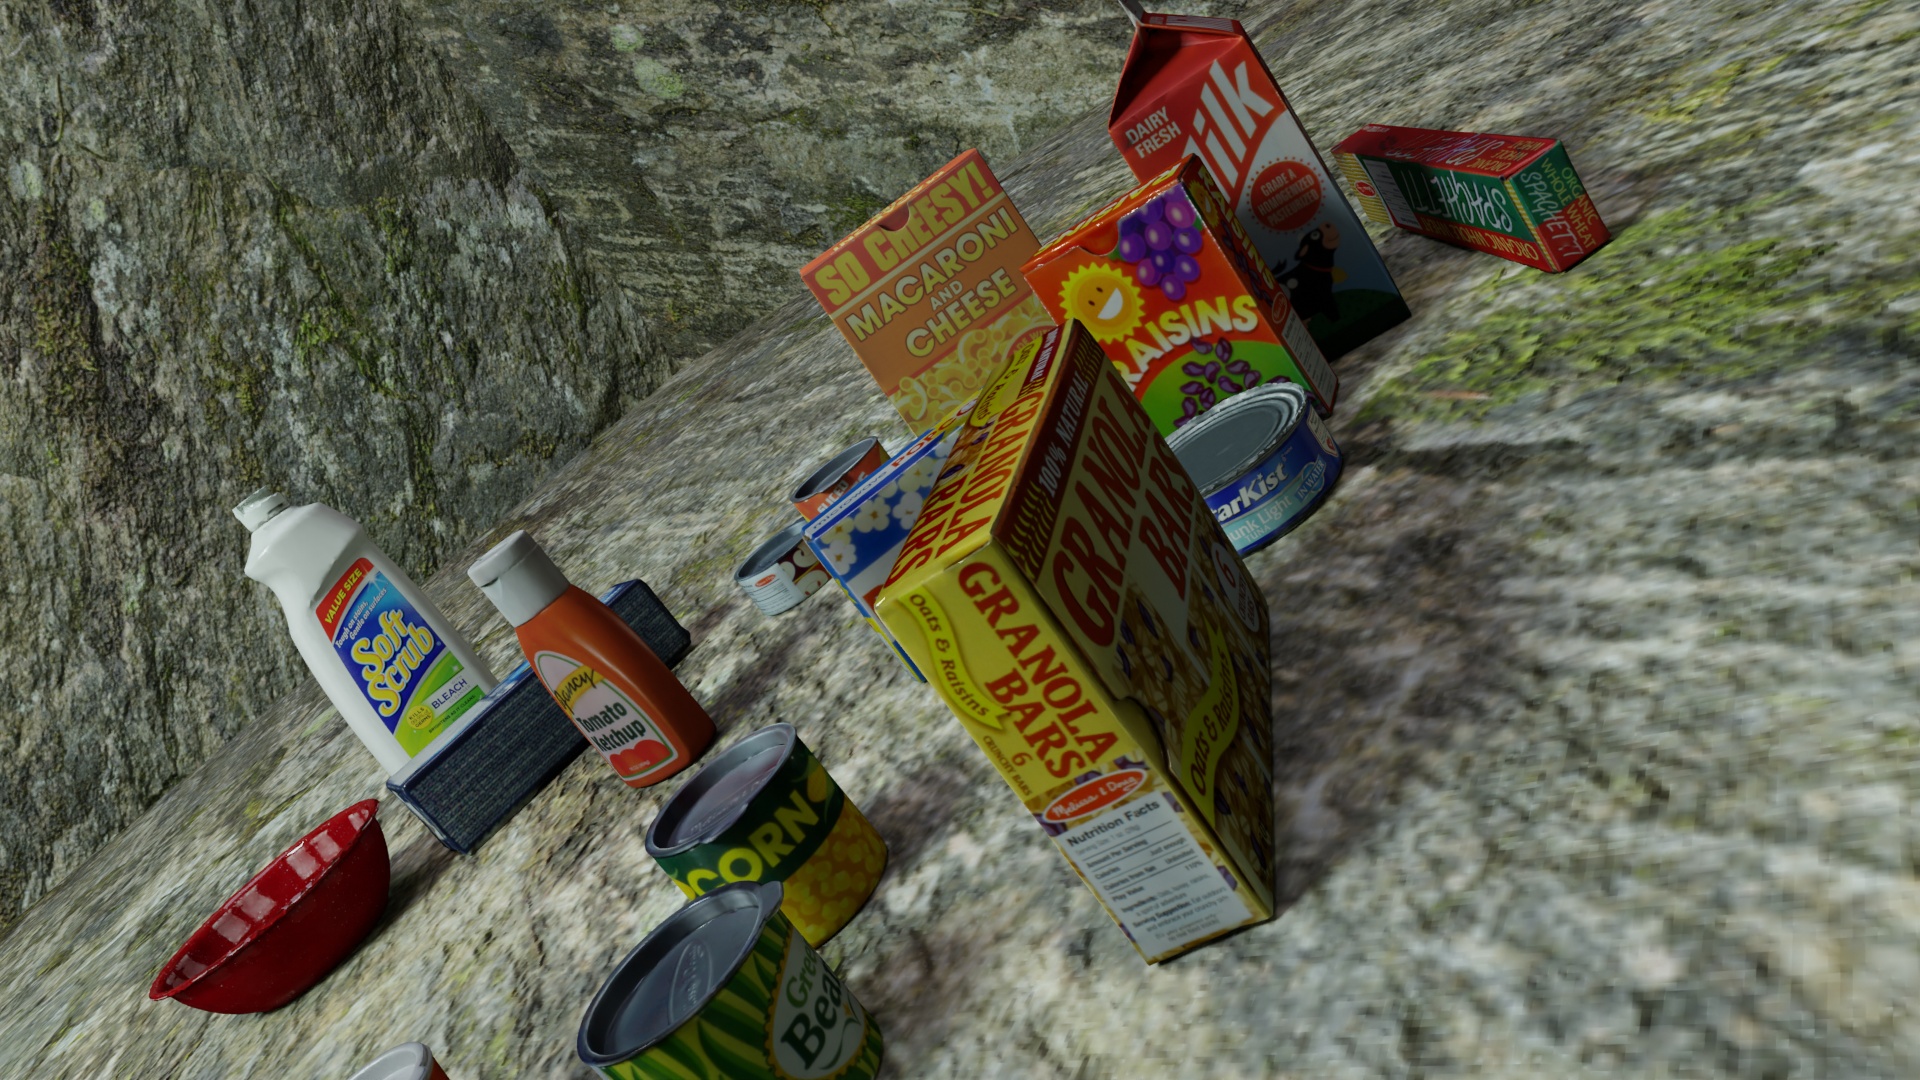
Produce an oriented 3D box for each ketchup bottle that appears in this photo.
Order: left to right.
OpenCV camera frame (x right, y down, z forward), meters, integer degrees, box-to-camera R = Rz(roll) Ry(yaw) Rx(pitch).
[{"bbox_3d":[-0.196,0.062,0.733,0.064,0.148,0.044,-25,19,35],"label":"ketchup bottle"}]

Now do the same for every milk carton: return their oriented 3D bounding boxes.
[{"bbox_3d":[0.128,-0.173,0.651,0.073,0.190,0.073,-30,17,21],"label":"milk carton"}]

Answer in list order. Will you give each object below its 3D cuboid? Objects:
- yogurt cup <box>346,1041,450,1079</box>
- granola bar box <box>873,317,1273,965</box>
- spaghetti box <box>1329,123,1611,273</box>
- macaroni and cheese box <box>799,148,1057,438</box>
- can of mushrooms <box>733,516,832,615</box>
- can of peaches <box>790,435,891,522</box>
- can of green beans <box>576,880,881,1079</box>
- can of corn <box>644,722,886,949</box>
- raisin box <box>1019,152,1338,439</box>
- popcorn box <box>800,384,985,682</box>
[{"bbox_3d":[-0.189,0.212,0.463,0.072,0.054,0.072,-33,16,11],"label":"yogurt cup"},{"bbox_3d":[0.044,0.018,0.403,0.039,0.124,0.166,-30,17,23],"label":"granola bar box"},{"bbox_3d":[0.238,-0.172,0.677,0.028,0.050,0.251,-34,16,9],"label":"spaghetti box"},{"bbox_3d":[0.005,-0.123,0.810,0.124,0.166,0.040,-36,15,1],"label":"macaroni and cheese box"},{"bbox_3d":[-0.109,0.015,0.895,0.071,0.033,0.071,-33,16,11],"label":"can of mushrooms"},{"bbox_3d":[-0.062,-0.021,0.857,0.071,0.058,0.071,-33,16,11],"label":"can of peaches"},{"bbox_3d":[-0.065,0.142,0.397,0.071,0.057,0.071,-33,16,11],"label":"can of green beans"},{"bbox_3d":[-0.068,0.110,0.495,0.071,0.058,0.071,-33,16,11],"label":"can of corn"},{"bbox_3d":[0.097,-0.094,0.613,0.086,0.123,0.040,-25,19,35],"label":"raisin box"},{"bbox_3d":[0.002,-0.008,0.635,0.127,0.085,0.038,-39,16,-8],"label":"popcorn box"}]
